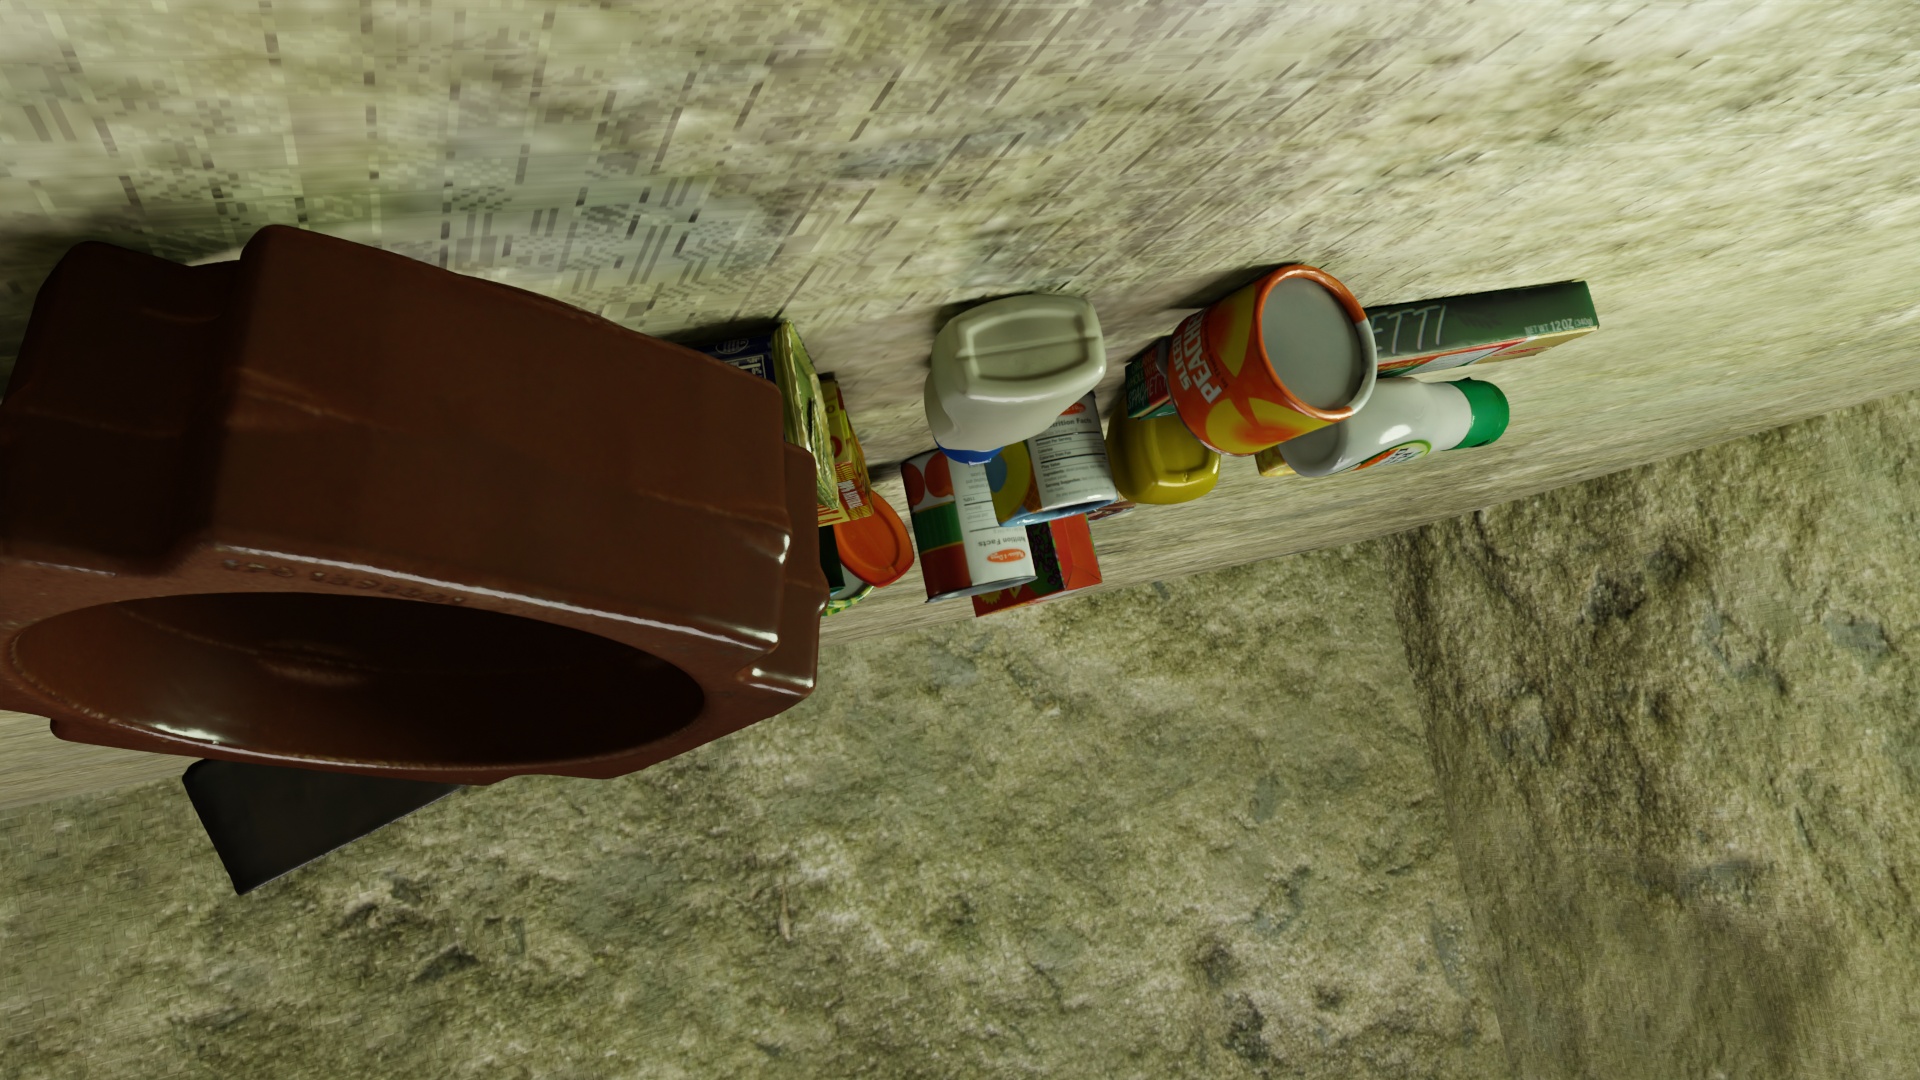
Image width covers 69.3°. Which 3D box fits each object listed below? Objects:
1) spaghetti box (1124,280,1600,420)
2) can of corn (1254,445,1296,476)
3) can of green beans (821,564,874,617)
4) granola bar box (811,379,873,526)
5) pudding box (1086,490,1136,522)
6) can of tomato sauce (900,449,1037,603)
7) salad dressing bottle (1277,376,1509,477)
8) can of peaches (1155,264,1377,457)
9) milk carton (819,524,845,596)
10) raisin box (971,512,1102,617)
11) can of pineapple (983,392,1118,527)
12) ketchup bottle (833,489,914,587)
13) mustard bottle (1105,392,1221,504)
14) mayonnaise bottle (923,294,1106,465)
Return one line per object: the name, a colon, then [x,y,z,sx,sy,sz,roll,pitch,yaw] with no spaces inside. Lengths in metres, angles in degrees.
spaghetti box: [0.201,-0.096,0.691,0.251,0.028,0.050,-10,174,-19]
can of corn: [0.187,-0.070,0.762,0.071,0.058,0.071,-12,174,-1]
can of green beans: [-0.094,0.018,0.981,0.071,0.071,0.057,-10,173,-23]
granola bar box: [-0.107,-0.028,0.641,0.124,0.039,0.165,-11,174,-2]
pudding box: [0.091,-0.028,1.097,0.050,0.030,0.083,-5,171,-43]
can of tomato sauce: [0.003,-0.010,0.824,0.071,0.083,0.071,-12,174,-1]
salad dressing bottle: [0.223,-0.061,0.704,0.148,0.044,0.064,-9,173,-38]
can of peaches: [0.125,-0.073,0.569,0.071,0.071,0.058,-9,173,-31]
milk carton: [-0.132,0.014,0.836,0.073,0.072,0.190,-10,173,-20]
raisin box: [0.049,0.007,1.069,0.040,0.086,0.123,-10,174,-34]
can of pineapple: [0.045,-0.042,0.735,0.071,0.058,0.071,-12,174,-1]
ketchup bottle: [-0.060,-0.005,0.870,0.043,0.064,0.149,-36,-176,-3]
mustard bottle: [0.107,-0.051,0.777,0.049,0.065,0.160,-7,180,-2]
mayonnaise bottle: [0.014,-0.062,0.575,0.065,0.041,0.148,-10,175,-9]
